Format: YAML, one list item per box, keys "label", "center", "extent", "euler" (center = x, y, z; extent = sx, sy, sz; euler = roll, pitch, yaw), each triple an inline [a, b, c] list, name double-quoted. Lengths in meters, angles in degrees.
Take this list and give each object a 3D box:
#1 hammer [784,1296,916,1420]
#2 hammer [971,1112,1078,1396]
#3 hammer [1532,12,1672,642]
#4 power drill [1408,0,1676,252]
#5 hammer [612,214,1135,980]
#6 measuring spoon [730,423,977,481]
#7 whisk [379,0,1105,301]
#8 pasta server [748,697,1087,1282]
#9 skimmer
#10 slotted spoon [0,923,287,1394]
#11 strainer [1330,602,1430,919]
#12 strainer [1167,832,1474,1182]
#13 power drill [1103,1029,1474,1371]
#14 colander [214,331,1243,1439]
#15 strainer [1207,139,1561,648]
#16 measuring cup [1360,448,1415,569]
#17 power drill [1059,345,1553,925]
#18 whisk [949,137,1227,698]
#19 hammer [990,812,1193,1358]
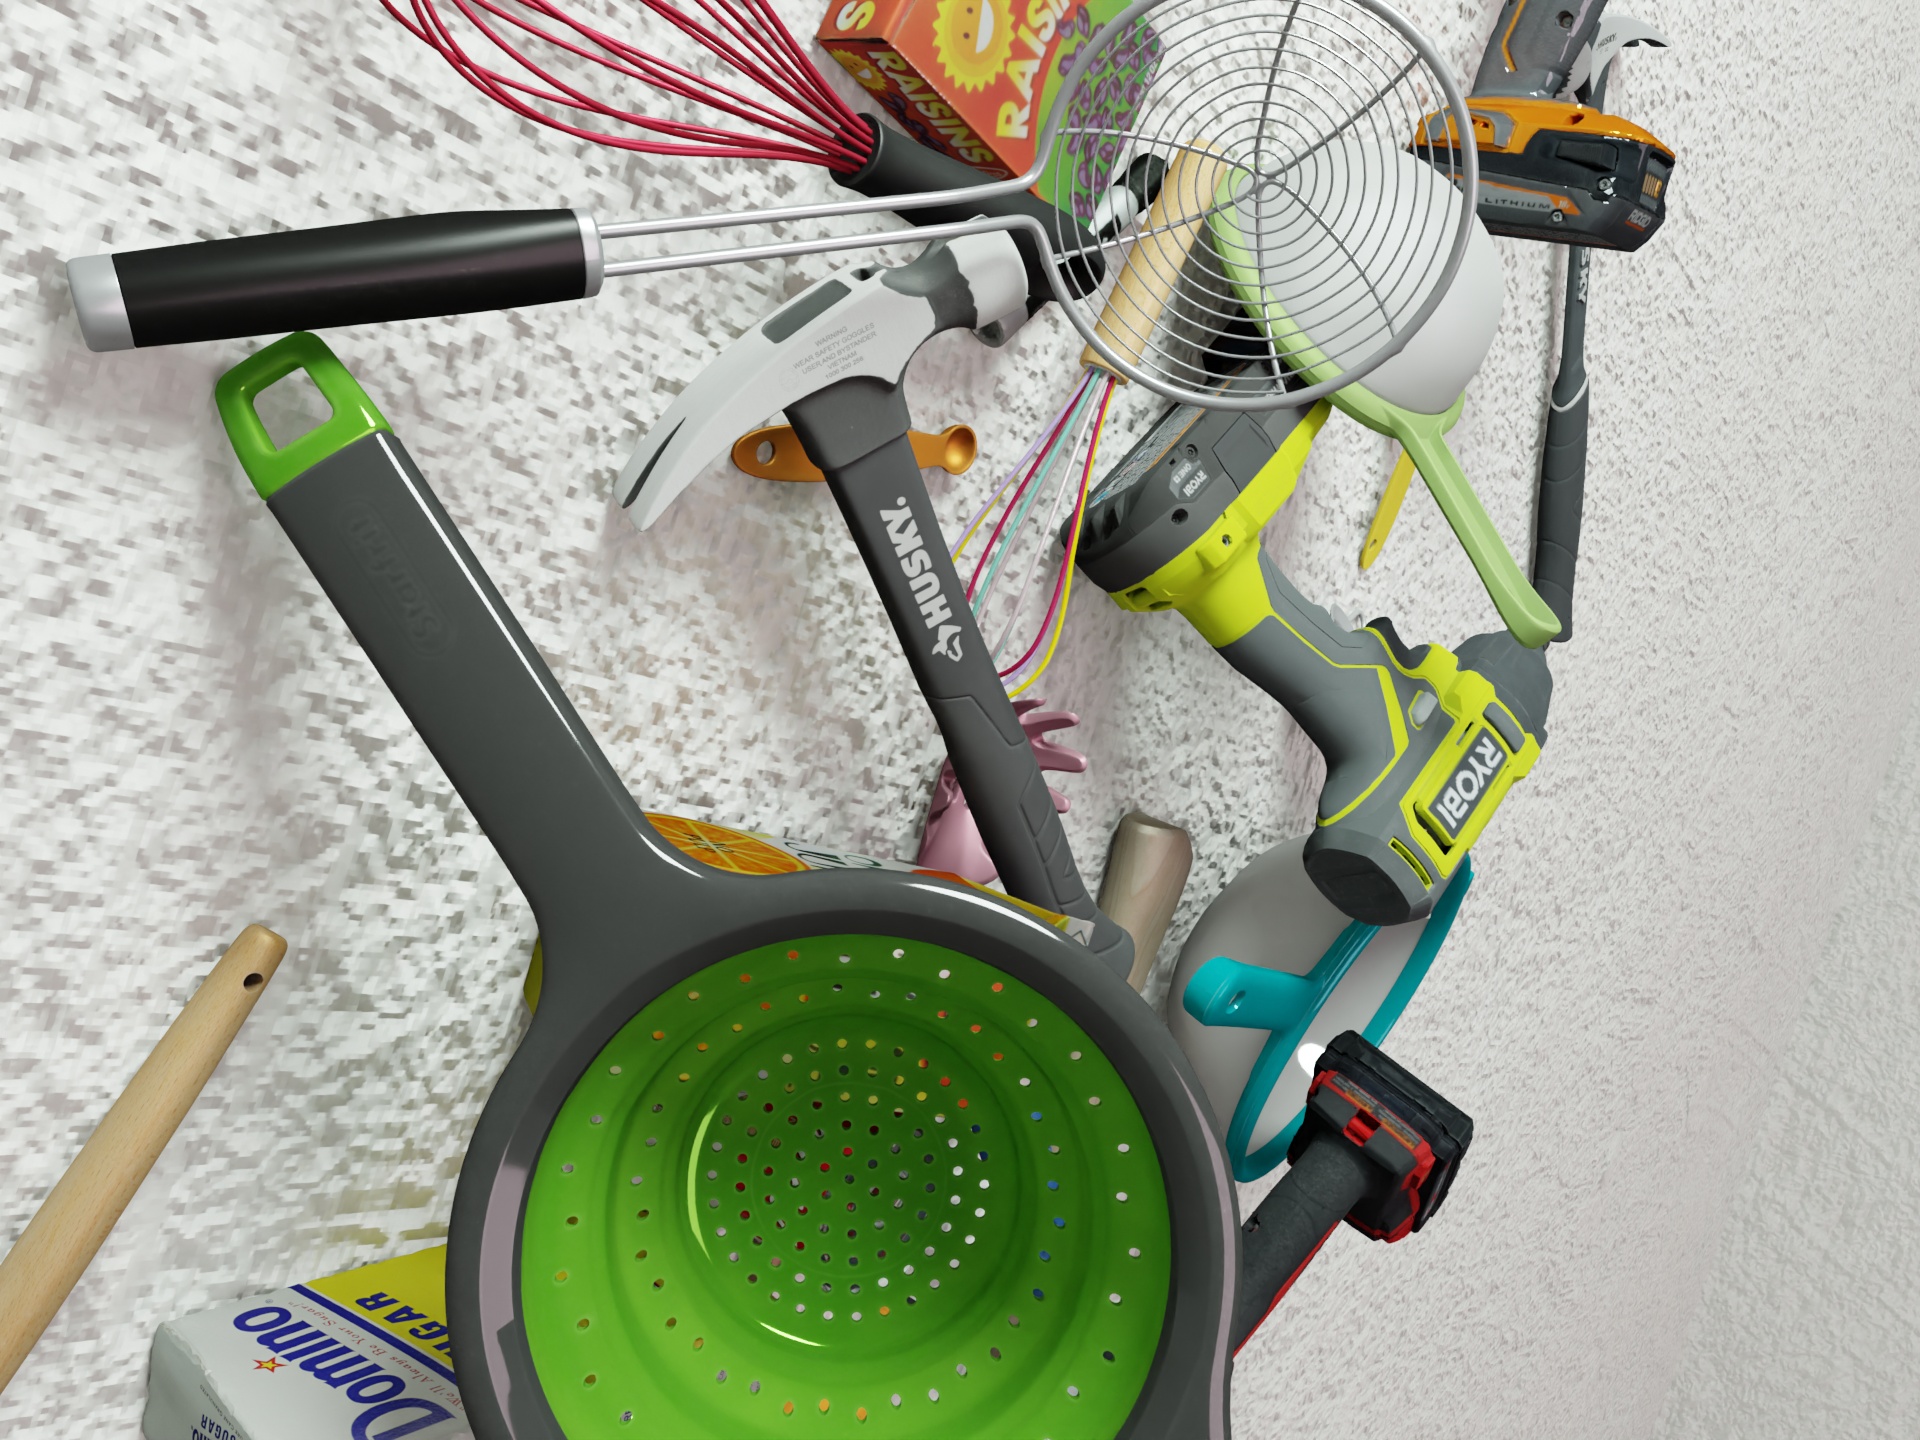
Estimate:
- label: "hammer"
  center: [-0.129, 0.341, 0.643]
  extent: [0.337, 0.034, 0.127]
  euler: [-23, 122, -42]
- label: "hammer"
  center: [0.048, 0.269, 0.757]
  extent: [0.144, 0.035, 0.405]
  euler: [-40, 132, -33]
- label: "hammer"
  center: [0.387, -0.230, 1.004]
  extent: [0.149, 0.036, 0.408]
  euler: [-35, 131, -37]
- label: "power drill"
  center: [0.315, -0.349, 0.766]
  extent: [0.084, 0.164, 0.226]
  euler: [-6, 112, -49]
- label: "hammer"
  center: [-0.001, -0.002, 0.588]
  extent: [0.146, 0.035, 0.334]
  euler: [-30, 127, -9]
- label: "measuring spoon"
  center: [-0.038, -0.099, 0.582]
  extent: [0.117, 0.011, 0.021]
  euler: [-10, 114, -43]
- label: "whisk"
  center: [-0.045, -0.180, 0.480]
  extent: [0.295, 0.073, 0.073]
  euler: [10, 98, -50]
- label: "pasta server"
  center: [-0.035, 0.134, 0.661]
  extent: [0.060, 0.040, 0.316]
  euler: [27, 85, -40]
- label: "skimmer"
  center: [-0.032, -0.126, 0.420]
  extent: [0.363, 0.090, 0.127]
  euler: [-14, 120, -23]
- label: "slotted spoon"
  center: [-0.272, 0.193, 0.417]
  extent: [0.314, 0.031, 0.070]
  euler: [-60, 141, -15]
- label: "strainer"
  center: [0.207, 0.016, 0.812]
  extent: [0.086, 0.050, 0.259]
  euler: [59, 17, -28]
- label: "strainer"
  center: [0.147, 0.122, 0.795]
  extent: [0.211, 0.095, 0.340]
  euler: [-58, 151, 5]
- label: "power drill"
  center: [0.148, 0.268, 0.774]
  extent: [0.220, 0.079, 0.143]
  euler: [-40, 149, -23]
- label: "colander"
  center: [-0.075, 0.073, 0.447]
  extent: [0.204, 0.094, 0.397]
  euler: [-33, 91, -4]
- label: "strainer"
  center: [0.200, -0.153, 0.661]
  extent: [0.151, 0.257, 0.069]
  euler: [0, 149, -41]
- label: "measuring cup"
  center: [0.240, -0.159, 0.877]
  extent: [0.062, 0.029, 0.156]
  euler: [-14, 128, -46]
- label: "power drill"
  center: [0.165, -0.045, 0.698]
  extent: [0.223, 0.080, 0.171]
  euler: [48, 62, -12]
- label: "whisk"
  center: [0.051, -0.118, 0.637]
  extent: [0.051, 0.047, 0.245]
  euler: [27, 88, -58]
- label: "hammer"
  center: [0.039, 0.246, 0.798]
  extent: [0.146, 0.038, 0.410]
  euler: [5, 101, -49]
